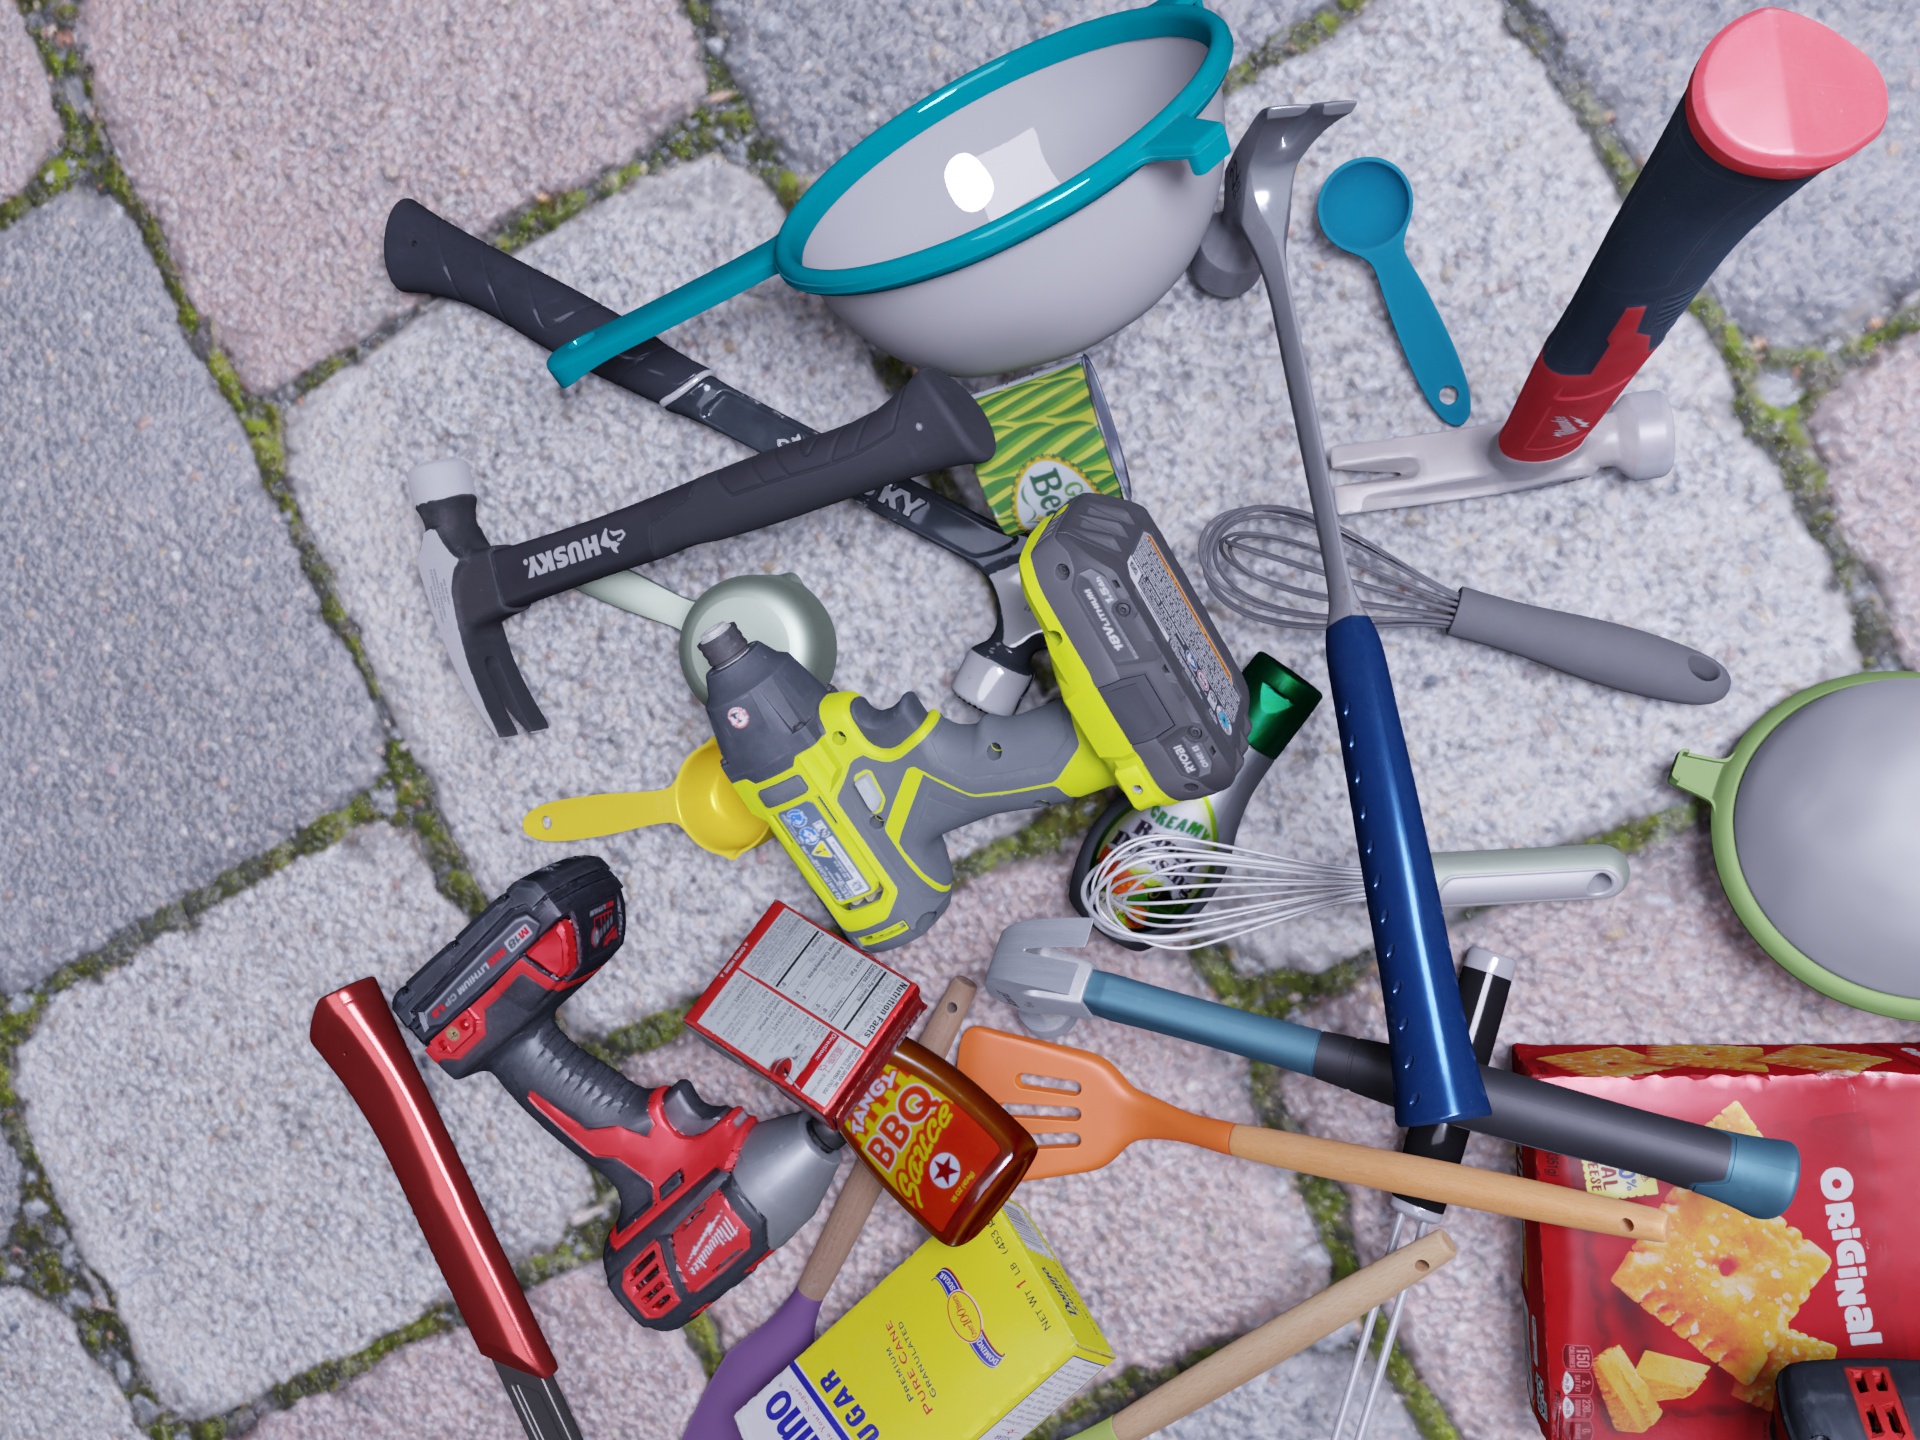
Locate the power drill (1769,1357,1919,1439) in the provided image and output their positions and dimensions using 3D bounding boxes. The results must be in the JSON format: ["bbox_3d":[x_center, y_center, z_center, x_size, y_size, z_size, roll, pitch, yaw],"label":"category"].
[{"bbox_3d":[0.412,0.335,0.615,0.188,0.080,0.226,-3,120,13],"label":"power drill"}]

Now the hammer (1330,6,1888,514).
[{"bbox_3d":[0.200,-0.126,0.533,0.143,0.386,0.038,-7,86,12],"label":"hammer"}]

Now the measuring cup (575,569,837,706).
[{"bbox_3d":[-0.143,-0.053,0.795,0.167,0.038,0.083,23,98,9],"label":"measuring cup"}]

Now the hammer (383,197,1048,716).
[{"bbox_3d":[-0.117,-0.160,0.787,0.409,0.036,0.149,29,97,10],"label":"hammer"}]

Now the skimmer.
[{"bbox_3d":[0.194,0.282,0.739,0.127,0.090,0.363,17,86,20],"label":"skimmer"}]

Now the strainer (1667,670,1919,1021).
[{"bbox_3d":[0.402,0.087,0.616,0.151,0.069,0.257,-21,66,7],"label":"strainer"}]

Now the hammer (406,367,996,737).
[{"bbox_3d":[-0.129,-0.089,0.742,0.335,0.035,0.146,-13,91,32],"label":"hammer"}]

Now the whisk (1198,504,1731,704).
[{"bbox_3d":[0.222,-0.047,0.709,0.239,0.055,0.055,17,96,8],"label":"whisk"}]

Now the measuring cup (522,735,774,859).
[{"bbox_3d":[-0.156,0.044,0.816,0.156,0.029,0.062,-8,91,25],"label":"measuring cup"}]

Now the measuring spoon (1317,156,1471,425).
[{"bbox_3d":[0.201,-0.193,0.725,0.042,0.021,0.128,-25,96,12],"label":"measuring spoon"}]

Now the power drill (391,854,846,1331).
[{"bbox_3d":[-0.163,0.181,0.795,0.143,0.078,0.220,-41,86,12],"label":"power drill"}]

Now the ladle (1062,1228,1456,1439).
[{"bbox_3d":[0.091,0.320,0.723,0.320,0.062,0.078,-40,94,22],"label":"ladle"}]

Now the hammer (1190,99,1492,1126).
[{"bbox_3d":[0.151,-0.049,0.626,0.035,0.144,0.406,-6,76,-5],"label":"hammer"}]

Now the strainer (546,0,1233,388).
[{"bbox_3d":[-0.025,-0.194,0.714,0.340,0.211,0.095,-20,125,20],"label":"strainer"}]

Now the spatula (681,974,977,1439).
[{"bbox_3d":[-0.063,0.268,0.803,0.060,0.018,0.316,26,99,6],"label":"spatula"}]

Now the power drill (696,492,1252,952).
[{"bbox_3d":[-0.001,-0.002,0.707,0.223,0.080,0.171,-24,108,27],"label":"power drill"}]

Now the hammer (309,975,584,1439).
[{"bbox_3d":[-0.240,0.298,0.832,0.149,0.036,0.359,-28,86,19],"label":"hammer"}]

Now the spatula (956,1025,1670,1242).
[{"bbox_3d":[0.142,0.195,0.713,0.323,0.041,0.081,3,93,34],"label":"spatula"}]

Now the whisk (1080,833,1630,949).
[{"bbox_3d":[0.175,0.072,0.699,0.246,0.059,0.057,-3,123,-4],"label":"whisk"}]

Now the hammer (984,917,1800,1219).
[{"bbox_3d":[0.163,0.143,0.662,0.331,0.128,0.033,12,69,22],"label":"hammer"}]
